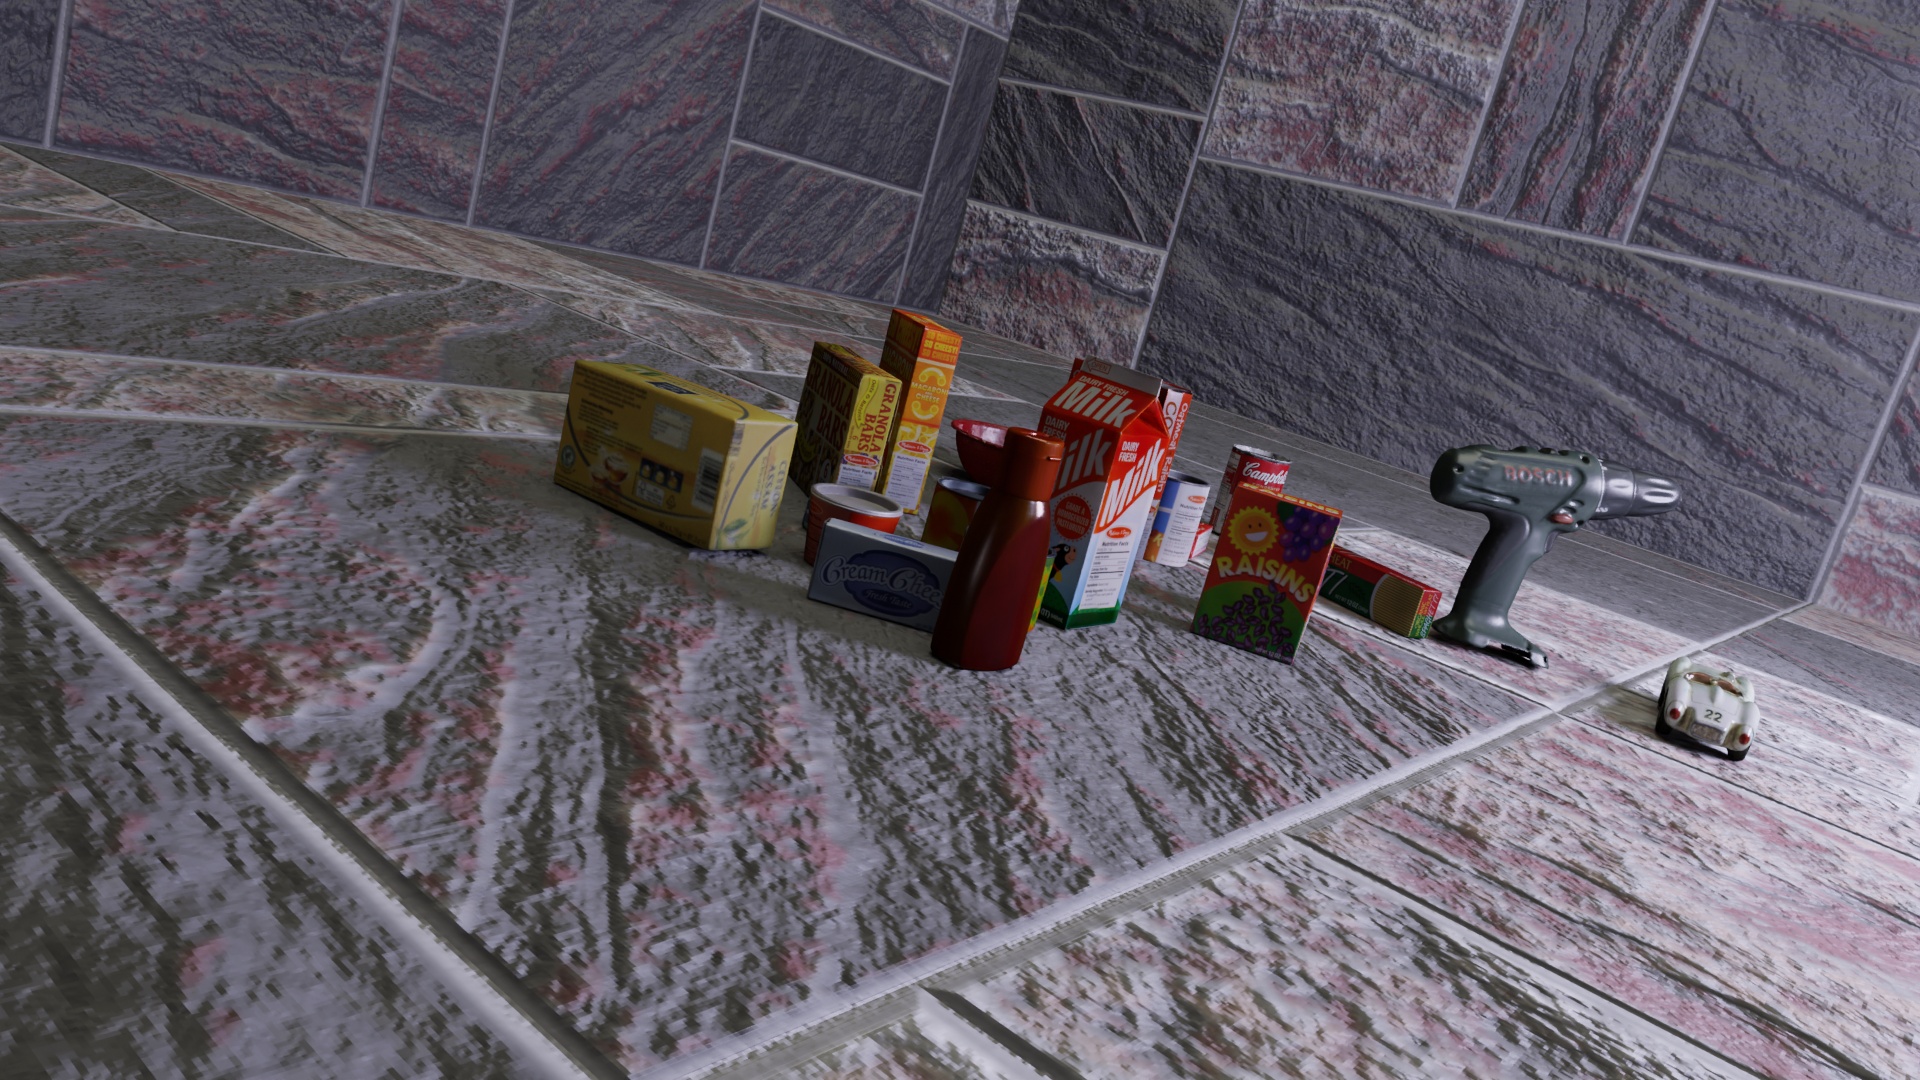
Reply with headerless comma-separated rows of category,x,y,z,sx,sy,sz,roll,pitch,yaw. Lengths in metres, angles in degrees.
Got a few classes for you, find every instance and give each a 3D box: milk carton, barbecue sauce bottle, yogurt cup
milk carton,0.094,-0.037,1.025,0.072,0.190,0.073,24,14,35
barbecue sauce bottle,0.028,0.005,0.858,0.044,0.148,0.065,25,15,40
yogurt cup,-0.080,-0.006,0.998,0.072,0.053,0.072,15,12,-3

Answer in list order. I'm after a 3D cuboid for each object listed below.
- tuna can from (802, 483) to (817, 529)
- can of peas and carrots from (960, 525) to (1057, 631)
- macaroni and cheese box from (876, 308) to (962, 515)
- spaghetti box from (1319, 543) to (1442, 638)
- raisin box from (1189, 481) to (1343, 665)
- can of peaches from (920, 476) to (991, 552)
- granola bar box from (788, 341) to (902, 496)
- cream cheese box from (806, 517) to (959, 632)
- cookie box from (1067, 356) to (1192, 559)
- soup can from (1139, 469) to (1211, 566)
tuna can,-0.088,-0.019,1.095,0.071,0.032,0.071,15,12,-3
can of peas and carrots,0.027,0.027,0.971,0.071,0.058,0.071,15,12,-3
macaroni and cheese box,-0.051,-0.120,1.273,0.040,0.166,0.124,11,13,-20
spaghetti box,0.371,0.030,1.395,0.029,0.050,0.250,7,15,-34
raisin box,0.240,0.024,1.089,0.086,0.123,0.040,18,12,13
can of peaches,0.004,-0.014,1.125,0.071,0.058,0.071,15,12,-3
granola bar box,-0.104,-0.098,1.206,0.039,0.124,0.166,10,13,-23
cream cheese box,-0.044,0.024,0.908,0.104,0.053,0.024,16,12,1
cookie box,0.142,-0.080,1.328,0.040,0.167,0.123,4,17,-45
soup can,0.197,-0.025,1.346,0.071,0.083,0.071,15,12,-3
